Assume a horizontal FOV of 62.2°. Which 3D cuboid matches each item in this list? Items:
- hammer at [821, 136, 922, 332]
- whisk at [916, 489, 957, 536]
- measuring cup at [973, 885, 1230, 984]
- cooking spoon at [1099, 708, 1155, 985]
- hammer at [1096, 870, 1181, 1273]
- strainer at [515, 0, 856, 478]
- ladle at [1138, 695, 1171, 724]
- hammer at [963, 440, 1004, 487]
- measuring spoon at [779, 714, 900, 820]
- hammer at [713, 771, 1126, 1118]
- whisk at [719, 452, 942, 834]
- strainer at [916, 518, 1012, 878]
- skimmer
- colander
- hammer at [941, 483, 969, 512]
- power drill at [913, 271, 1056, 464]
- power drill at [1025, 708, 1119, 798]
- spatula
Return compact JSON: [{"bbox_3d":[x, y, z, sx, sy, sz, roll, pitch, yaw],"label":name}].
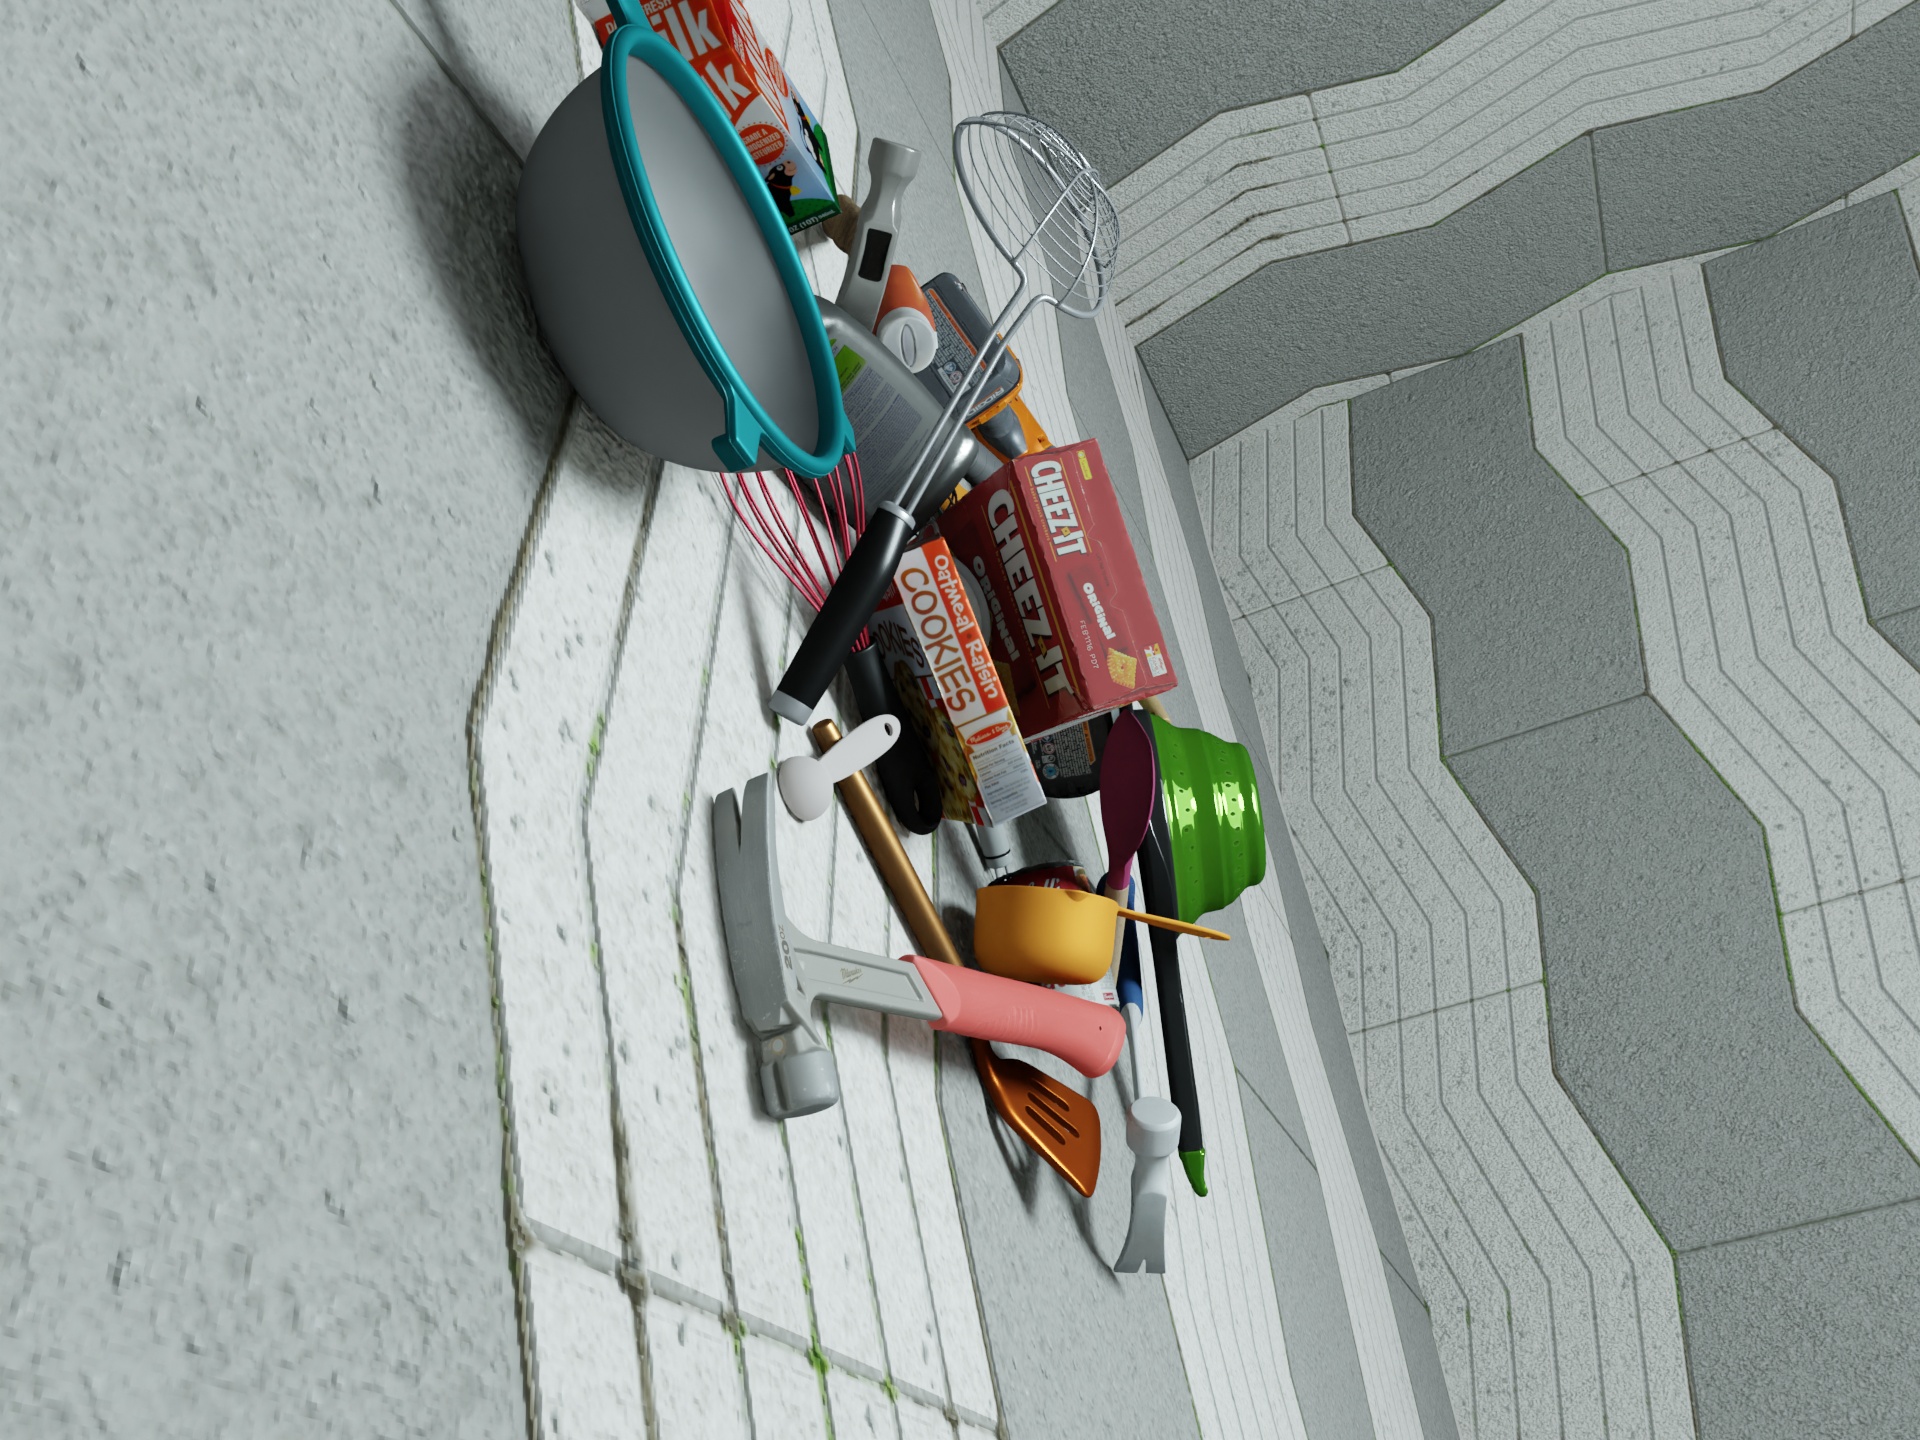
[{"bbox_3d":[-0.074,-0.336,1.102,0.331,0.031,0.130,-111,-145,-68],"label":"hammer"},{"bbox_3d":[-0.065,-0.200,1.091,0.238,0.055,0.055,45,29,-49],"label":"whisk"},{"bbox_3d":[0.090,0.142,0.986,0.095,0.173,0.052,152,-52,-66],"label":"measuring cup"},{"bbox_3d":[0.102,0.126,1.058,0.069,0.017,0.318,-119,-155,-47],"label":"cooking spoon"},{"bbox_3d":[0.126,0.233,1.184,0.406,0.035,0.144,-85,176,-66],"label":"hammer"},{"bbox_3d":[-0.164,-0.255,0.724,0.211,0.095,0.340,-48,116,-75],"label":"strainer"},{"bbox_3d":[0.149,-0.075,1.507,0.062,0.078,0.320,13,26,-23],"label":"ladle"},{"bbox_3d":[0.044,-0.164,1.194,0.330,0.033,0.128,32,29,-53],"label":"hammer"},{"bbox_3d":[-0.057,0.018,0.845,0.034,0.018,0.124,65,30,-7],"label":"measuring spoon"},{"bbox_3d":[-0.003,0.136,0.827,0.358,0.036,0.149,27,45,-57],"label":"hammer"},{"bbox_3d":[-0.064,-0.059,0.897,0.073,0.073,0.295,-79,152,-62],"label":"whisk"},{"bbox_3d":[-0.002,-0.003,1.059,0.050,0.087,0.258,-30,111,-42],"label":"strainer"},{"bbox_3d":[-0.020,-0.165,0.861,0.127,0.363,0.090,34,-9,-35],"label":"skimmer"},{"bbox_3d":[0.191,0.157,1.216,0.204,0.094,0.397,45,37,-83],"label":"colander"},{"bbox_3d":[0.032,-0.155,1.396,0.336,0.034,0.127,24,47,-69],"label":"hammer"},{"bbox_3d":[0.007,-0.295,1.380,0.164,0.084,0.226,57,7,17],"label":"power drill"},{"bbox_3d":[0.090,-0.049,1.339,0.229,0.080,0.190,-65,144,-68],"label":"power drill"},{"bbox_3d":[0.000,0.135,0.910,0.322,0.041,0.081,64,18,-20],"label":"spatula"}]
